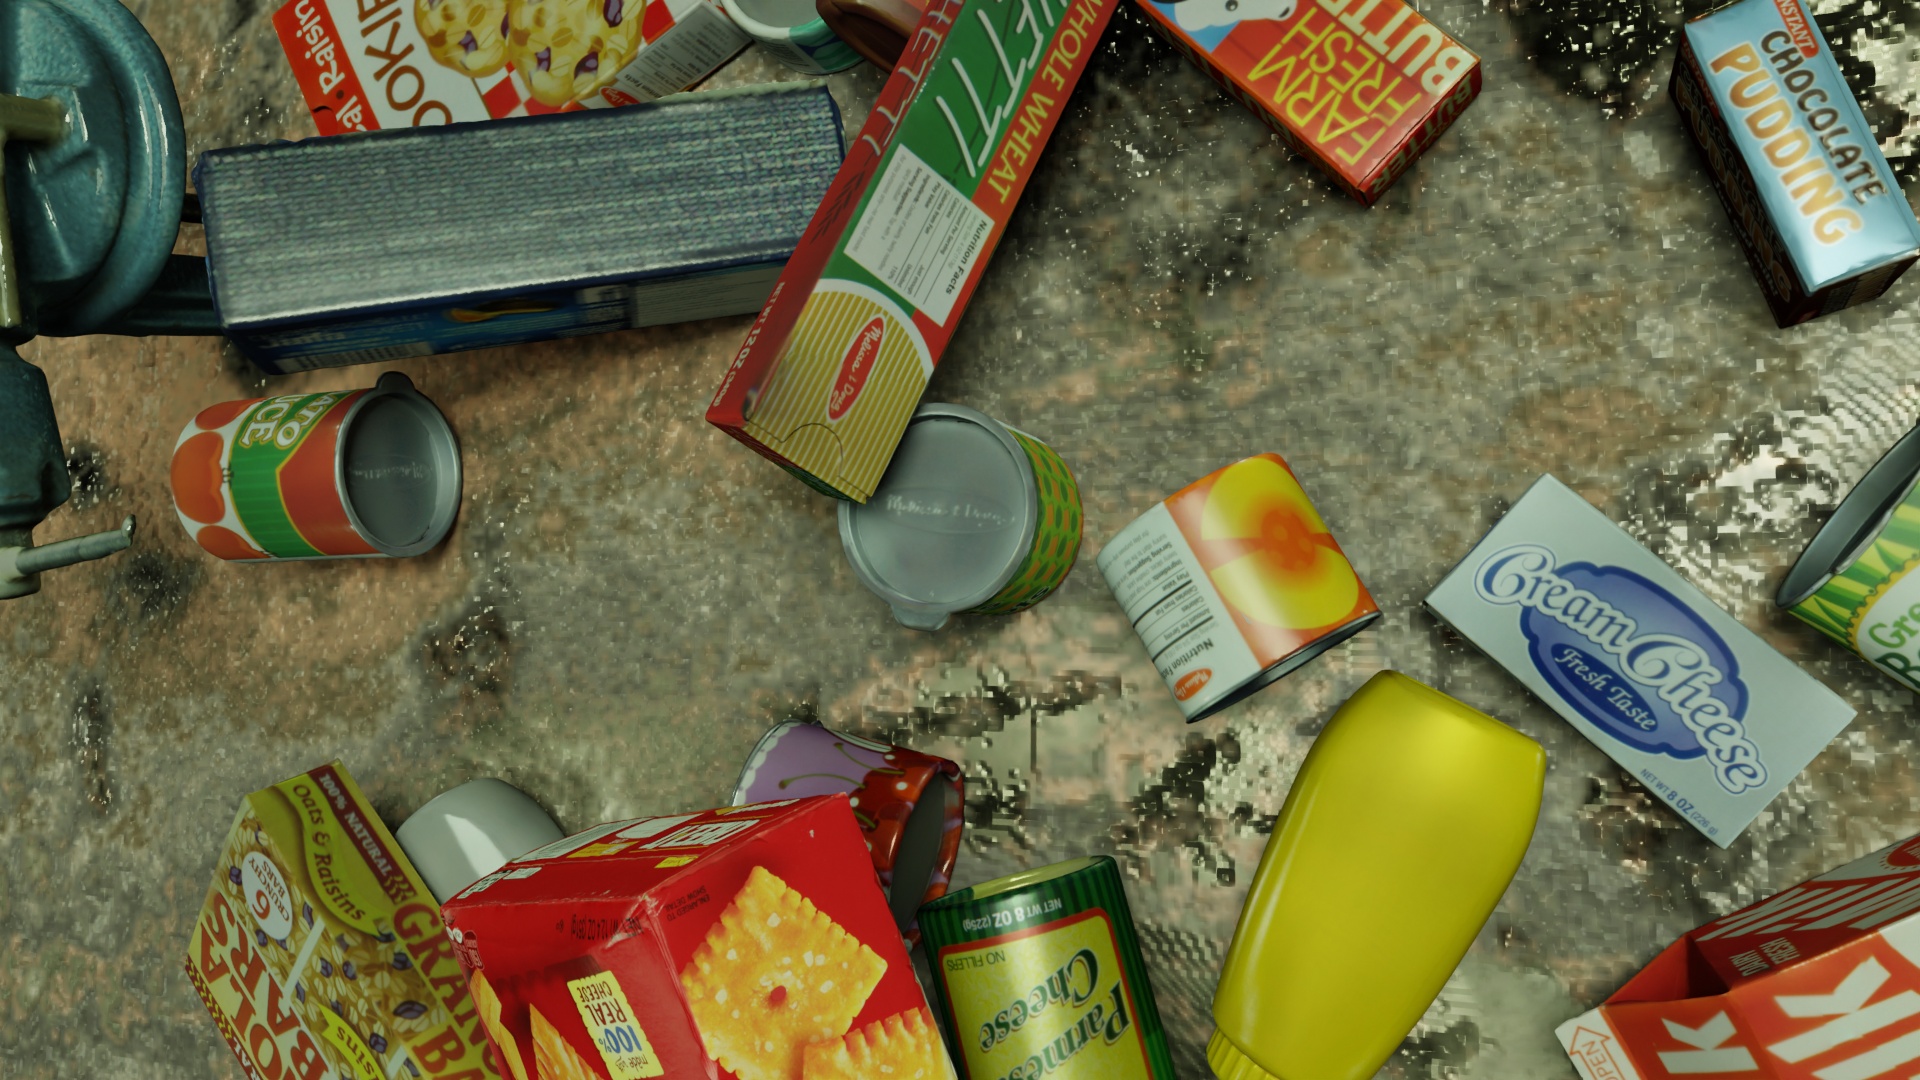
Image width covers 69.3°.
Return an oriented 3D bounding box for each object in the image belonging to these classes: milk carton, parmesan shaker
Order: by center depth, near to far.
[{"bbox_3d":[0.255,0.115,0.344,0.190,0.073,0.072,-31,76,15],"label":"milk carton"},{"bbox_3d":[0.027,0.156,0.425,0.071,0.071,0.103,-19,79,18],"label":"parmesan shaker"}]

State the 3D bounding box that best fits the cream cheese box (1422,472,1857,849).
[{"bbox_3d":[0.192,0.033,0.400,0.104,0.024,0.053,43,98,18],"label":"cream cheese box"}]

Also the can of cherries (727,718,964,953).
[{"bbox_3d":[-0.036,0.095,0.456,0.058,0.071,0.071,10,89,20],"label":"can of cherries"}]

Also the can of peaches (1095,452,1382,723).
[{"bbox_3d":[0.084,0.014,0.420,0.071,0.071,0.058,-33,75,15],"label":"can of peaches"}]

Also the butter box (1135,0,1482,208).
[{"bbox_3d":[0.111,-0.160,0.446,0.053,0.024,0.103,-46,73,10],"label":"butter box"}]

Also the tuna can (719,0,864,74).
[{"bbox_3d":[-0.053,-0.209,0.504,0.071,0.033,0.071,-2,85,20],"label":"tuna can"}]

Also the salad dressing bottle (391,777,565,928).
[{"bbox_3d":[-0.149,0.157,0.502,0.064,0.044,0.148,-43,74,16],"label":"salad dressing bottle"}]

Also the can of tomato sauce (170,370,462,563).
[{"bbox_3d":[-0.250,-0.027,0.541,0.083,0.071,0.071,-3,85,20],"label":"can of tomato sauce"}]

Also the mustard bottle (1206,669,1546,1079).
[{"bbox_3d":[0.111,0.118,0.409,0.065,0.049,0.160,29,96,18],"label":"mustard bottle"}]

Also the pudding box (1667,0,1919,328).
[{"bbox_3d":[0.229,-0.105,0.385,0.030,0.050,0.084,-22,79,19],"label":"pudding box"}]

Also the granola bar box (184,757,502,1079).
[{"bbox_3d":[-0.214,0.182,0.501,0.166,0.039,0.123,48,126,17],"label":"granola bar box"}]

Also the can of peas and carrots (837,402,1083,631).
[{"bbox_3d":[0.002,-0.006,0.453,0.071,0.059,0.071,-1,86,20],"label":"can of peas and carrots"}]

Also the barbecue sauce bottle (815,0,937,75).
[{"bbox_3d":[0.006,-0.231,0.472,0.043,0.065,0.148,14,80,54],"label":"barbecue sauce bottle"}]

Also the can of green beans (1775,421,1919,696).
[{"bbox_3d":[0.258,0.008,0.356,0.058,0.071,0.071,38,99,18],"label":"can of green beans"}]

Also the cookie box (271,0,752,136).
[{"bbox_3d":[-0.181,-0.201,0.546,0.167,0.040,0.123,-31,76,15],"label":"cookie box"}]

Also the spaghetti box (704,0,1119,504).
[{"bbox_3d":[0.002,-0.131,0.433,0.028,0.050,0.250,9,69,53],"label":"spaghetti box"}]
